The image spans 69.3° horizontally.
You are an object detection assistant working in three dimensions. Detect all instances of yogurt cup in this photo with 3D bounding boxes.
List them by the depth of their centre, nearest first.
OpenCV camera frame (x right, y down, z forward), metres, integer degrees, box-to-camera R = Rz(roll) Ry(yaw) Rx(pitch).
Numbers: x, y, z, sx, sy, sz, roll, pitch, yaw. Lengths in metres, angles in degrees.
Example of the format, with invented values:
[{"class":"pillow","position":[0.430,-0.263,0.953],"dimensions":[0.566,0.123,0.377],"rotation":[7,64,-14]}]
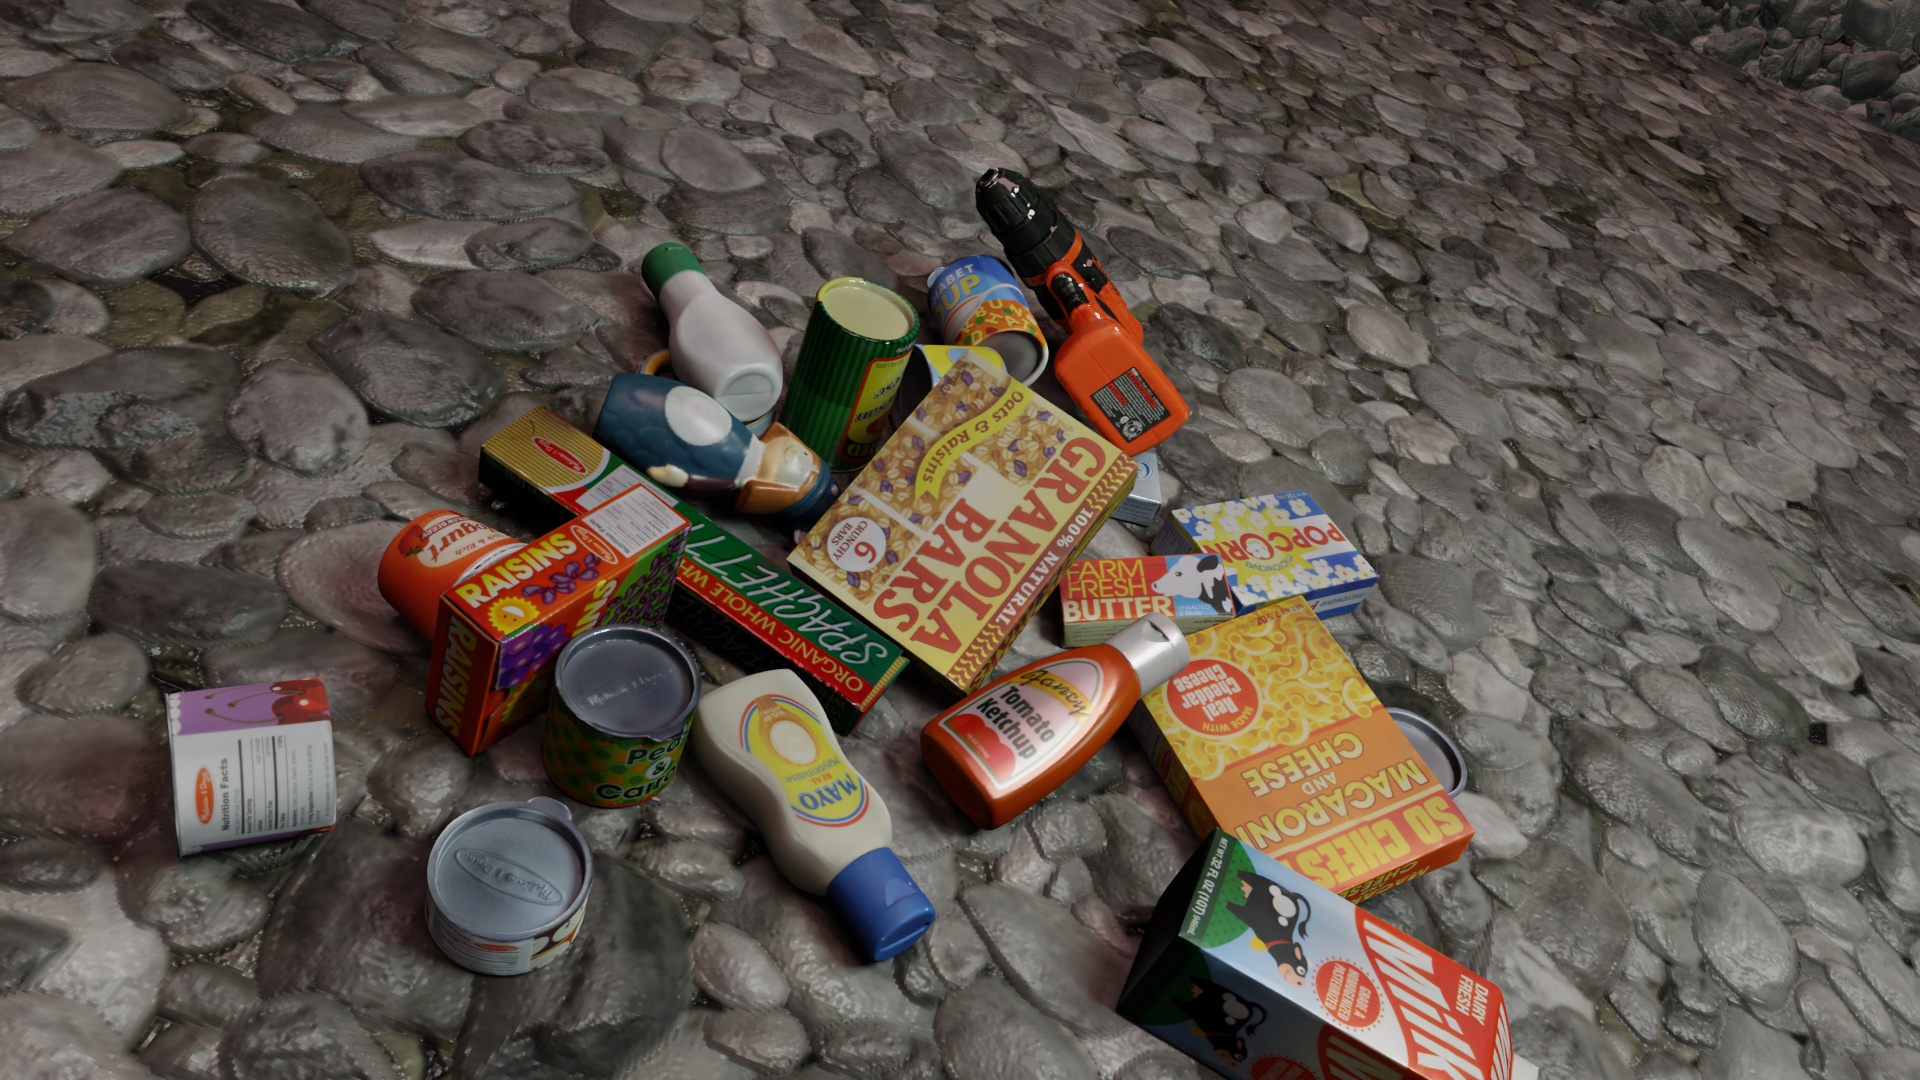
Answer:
[{"class":"yogurt cup","position":[-0.243,0.021,0.674],"dimensions":[0.054,0.072,0.073],"rotation":[30,40,20]}]

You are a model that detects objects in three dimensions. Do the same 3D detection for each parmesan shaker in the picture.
[{"class":"parmesan shaker","position":[-0.071,-0.100,0.855],"dimensions":[0.071,0.102,0.072],"rotation":[13,41,-12]}]

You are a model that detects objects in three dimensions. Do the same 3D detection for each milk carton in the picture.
[{"class":"milk carton","position":[0.179,0.223,0.643],"dimensions":[0.191,0.073,0.073],"rotation":[29,40,6]}]

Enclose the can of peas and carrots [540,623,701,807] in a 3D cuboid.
[{"class":"can of peas and carrots","position":[-0.157,0.084,0.648],"dimensions":[0.071,0.058,0.071],"rotation":[14,42,-12]}]

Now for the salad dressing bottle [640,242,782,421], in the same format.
[{"class":"salad dressing bottle","position":[-0.160,-0.135,0.874],"dimensions":[0.064,0.043,0.148],"rotation":[-9,45,-30]}]

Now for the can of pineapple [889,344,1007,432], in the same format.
[{"class":"can of pineapple","position":[-0.009,-0.096,0.909],"dimensions":[0.058,0.070,0.071],"rotation":[-3,46,-28]}]

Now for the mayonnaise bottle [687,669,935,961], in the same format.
[{"class":"mayonnaise bottle","position":[-0.068,0.128,0.655],"dimensions":[0.065,0.041,0.148],"rotation":[-16,53,-39]}]

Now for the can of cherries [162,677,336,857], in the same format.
[{"class":"can of cherries","position":[-0.293,0.091,0.572],"dimensions":[0.058,0.071,0.072],"rotation":[-5,48,-30]}]

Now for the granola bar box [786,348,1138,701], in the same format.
[{"class":"granola bar box","position":[0.003,-0.010,0.783],"dimensions":[0.124,0.039,0.166],"rotation":[35,72,13]}]

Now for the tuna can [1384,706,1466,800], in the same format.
[{"class":"tuna can","position":[0.254,0.133,0.809],"dimensions":[0.071,0.032,0.071],"rotation":[13,41,-12]}]

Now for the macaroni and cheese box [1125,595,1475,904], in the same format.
[{"class":"macaroni and cheese box","position":[0.176,0.120,0.757],"dimensions":[0.124,0.040,0.167],"rotation":[-18,53,-16]}]

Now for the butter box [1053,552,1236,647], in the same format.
[{"class":"butter box","position":[0.108,0.035,0.828],"dimensions":[0.103,0.024,0.053],"rotation":[-3,44,0]}]

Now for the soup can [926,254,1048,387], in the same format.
[{"class":"soup can","position":[0.017,-0.152,0.980],"dimensions":[0.071,0.071,0.084],"rotation":[2,45,-24]}]

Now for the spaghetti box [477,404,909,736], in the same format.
[{"class":"spaghetti box","position":[-0.144,0.014,0.741],"dimensions":[0.250,0.028,0.050],"rotation":[34,44,7]}]

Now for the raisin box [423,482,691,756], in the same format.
[{"class":"raisin box","position":[-0.191,0.036,0.663],"dimensions":[0.040,0.085,0.124],"rotation":[39,42,13]}]

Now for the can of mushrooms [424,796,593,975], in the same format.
[{"class":"can of mushrooms","position":[-0.189,0.145,0.586],"dimensions":[0.071,0.033,0.071],"rotation":[13,41,-11]}]

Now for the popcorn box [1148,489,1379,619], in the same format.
[{"class":"popcorn box","position":[0.199,0.014,0.907],"dimensions":[0.127,0.038,0.085],"rotation":[-9,51,-33]}]

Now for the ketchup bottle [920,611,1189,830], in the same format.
[{"class":"ketchup bottle","position":[0.054,0.088,0.726],"dimensions":[0.149,0.043,0.065],"rotation":[-30,57,-25]}]

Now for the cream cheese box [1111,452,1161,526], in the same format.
[{"class":"cream cheese box","position":[0.082,-0.045,0.928],"dimensions":[0.104,0.024,0.054],"rotation":[13,42,-12]}]
